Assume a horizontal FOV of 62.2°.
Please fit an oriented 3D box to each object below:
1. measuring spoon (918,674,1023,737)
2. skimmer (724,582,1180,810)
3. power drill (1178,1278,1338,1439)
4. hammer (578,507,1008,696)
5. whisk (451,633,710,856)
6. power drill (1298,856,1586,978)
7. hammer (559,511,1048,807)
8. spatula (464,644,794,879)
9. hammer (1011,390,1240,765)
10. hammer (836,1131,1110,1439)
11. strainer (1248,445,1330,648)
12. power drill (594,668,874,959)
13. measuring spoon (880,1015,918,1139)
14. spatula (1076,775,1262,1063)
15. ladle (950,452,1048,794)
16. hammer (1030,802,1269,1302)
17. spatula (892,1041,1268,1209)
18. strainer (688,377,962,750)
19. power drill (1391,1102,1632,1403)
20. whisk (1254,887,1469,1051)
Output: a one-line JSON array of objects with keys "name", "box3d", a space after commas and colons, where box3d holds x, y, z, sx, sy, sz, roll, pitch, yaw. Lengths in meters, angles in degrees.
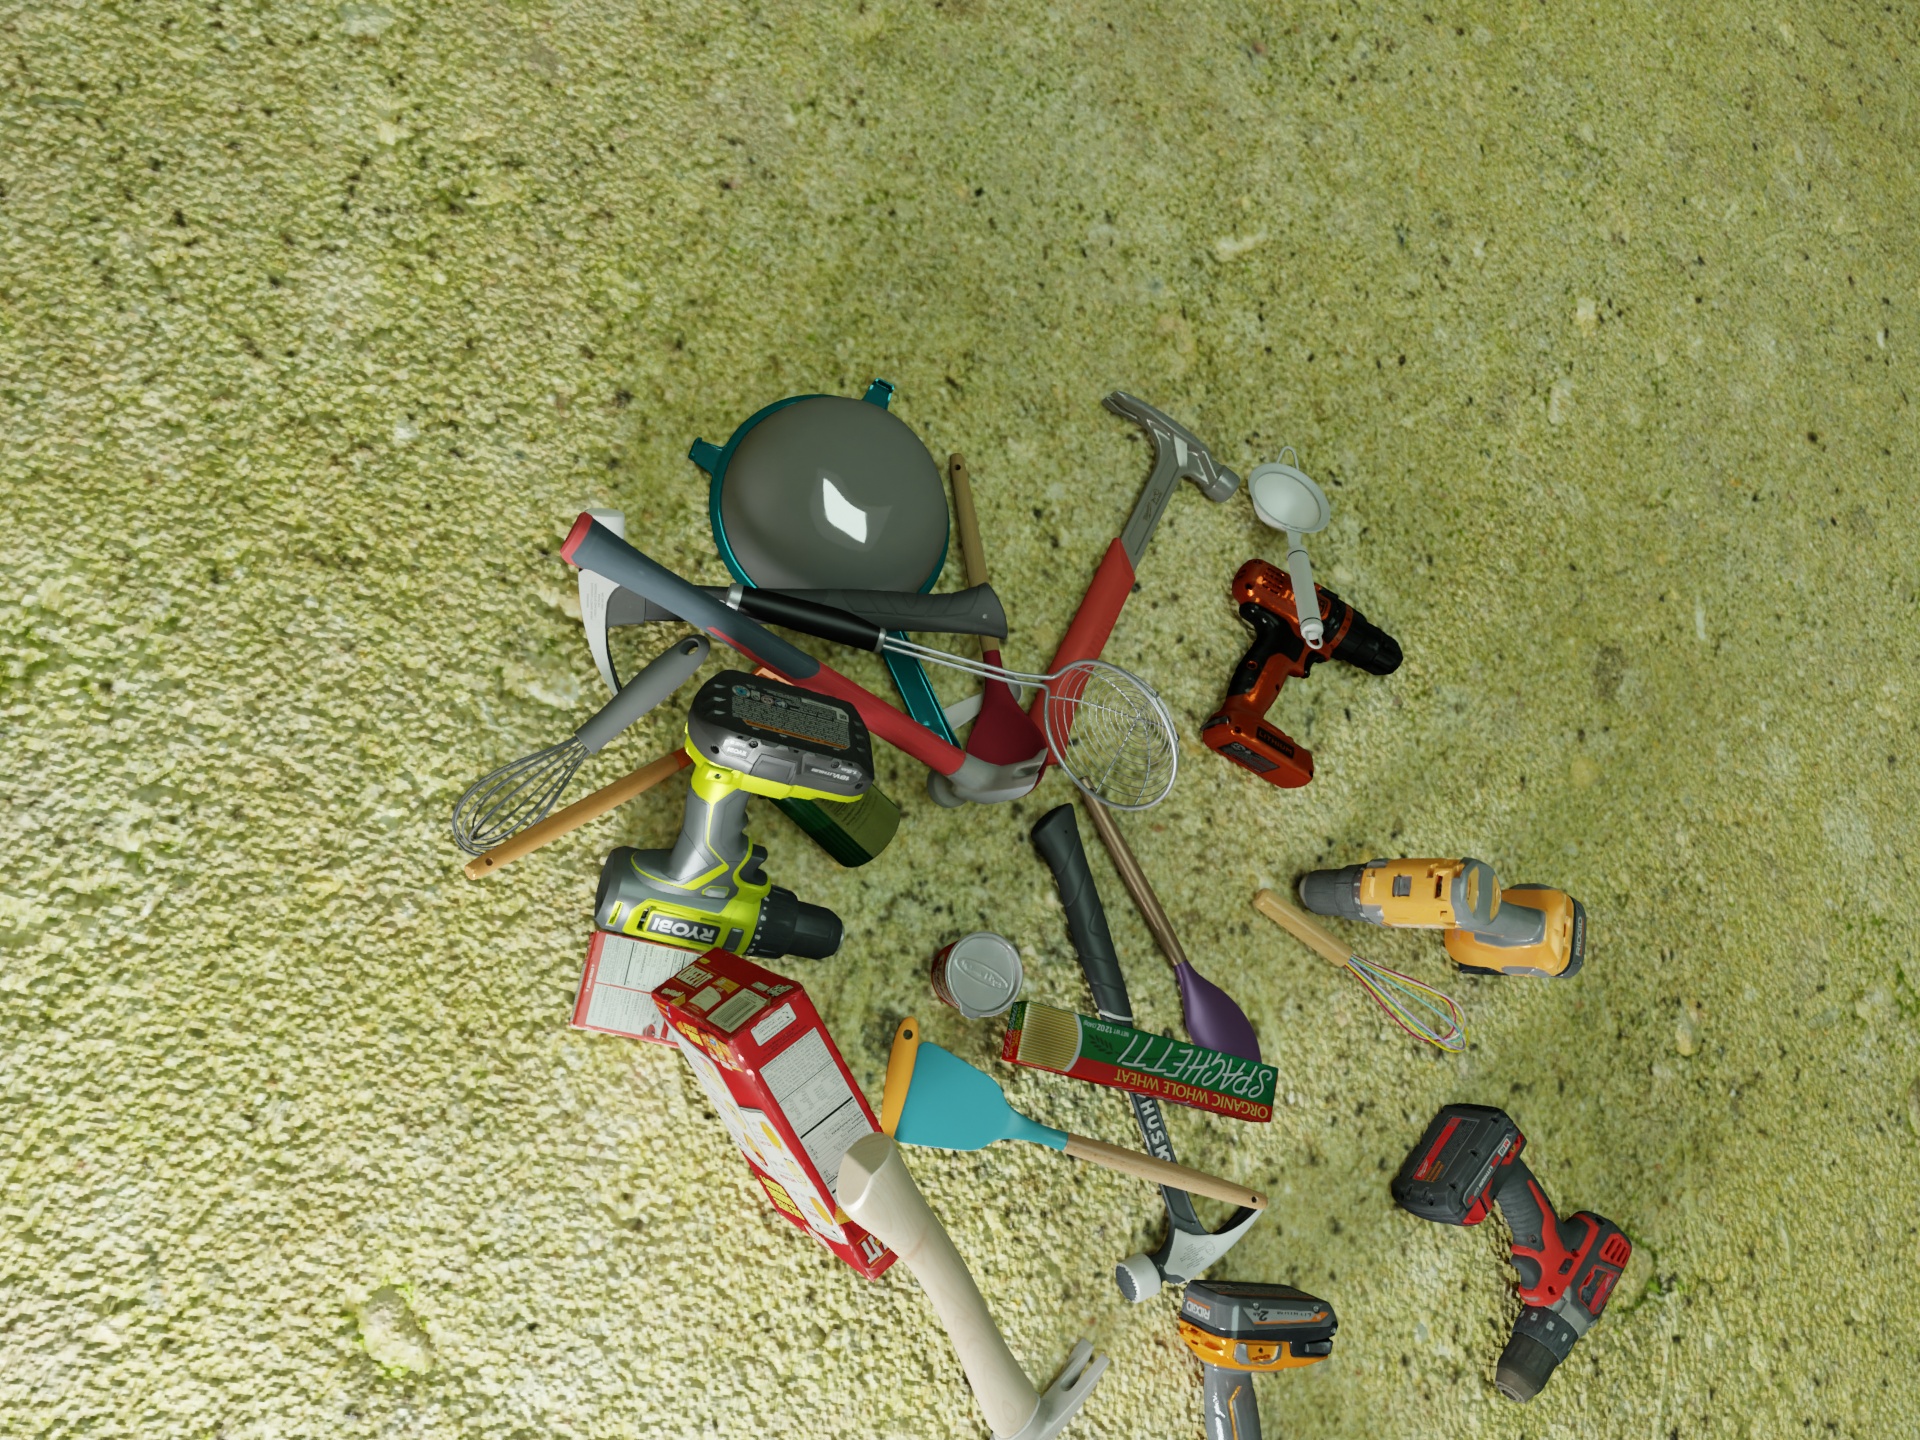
[{"name": "measuring spoon", "box3d": [-0.002, -0.004, 1.356, 0.124, 0.018, 0.034, -28, 84, -18]}, {"name": "skimmer", "box3d": [-0.007, -0.025, 1.215, 0.363, 0.127, 0.090, 16, 47, -11]}, {"name": "power drill", "box3d": [0.249, 0.589, 1.314, 0.164, 0.084, 0.226, 11, 80, -21]}, {"name": "hammer", "box3d": [-0.127, -0.083, 1.243, 0.334, 0.035, 0.146, 2, 105, -11]}, {"name": "whisk", "box3d": [-0.282, 0.014, 1.191, 0.239, 0.055, 0.055, -41, 97, -9]}, {"name": "power drill", "box3d": [0.435, 0.174, 1.438, 0.226, 0.185, 0.084, 21, 72, -38]}, {"name": "hammer", "box3d": [-0.115, -0.042, 1.178, 0.386, 0.143, 0.038, 32, 67, -22]}, {"name": "spatula", "box3d": [-0.234, 0.040, 1.213, 0.322, 0.041, 0.081, -31, 96, -39]}, {"name": "hammer", "box3d": [0.124, -0.119, 1.415, 0.149, 0.037, 0.359, 32, 69, -14]}, {"name": "hammer", "box3d": [0.007, 0.417, 1.144, 0.146, 0.038, 0.410, -41, 133, -23]}, {"name": "strainer", "box3d": [0.304, -0.155, 1.452, 0.087, 0.050, 0.259, 15, 44, -13]}, {"name": "power drill", "box3d": [-0.150, 0.087, 1.181, 0.190, 0.228, 0.080, 16, 33, -19]}, {"name": "measuring spoon", "box3d": [-0.051, 0.295, 1.275, 0.021, 0.011, 0.117, 12, 76, -2]}, {"name": "spatula", "box3d": [0.181, 0.188, 1.392, 0.060, 0.018, 0.316, -31, 94, -25]}, {"name": "ladle", "box3d": [0.020, -0.083, 1.357, 0.069, 0.031, 0.316, -10, 76, 2]}, {"name": "hammer", "box3d": [0.143, 0.269, 1.352, 0.149, 0.036, 0.409, -16, 86, -25]}, {"name": "spatula", "box3d": [0.105, 0.347, 1.295, 0.317, 0.044, 0.082, 20, 76, -11]}, {"name": "strainer", "box3d": [-0.066, -0.123, 1.301, 0.211, 0.095, 0.340, -24, 87, -24]}, {"name": "power drill", "box3d": [0.494, 0.480, 1.439, 0.226, 0.080, 0.188, 47, 67, -12]}, {"name": "whisk", "box3d": [0.368, 0.226, 1.451, 0.245, 0.051, 0.047, 35, 75, -7]}]
